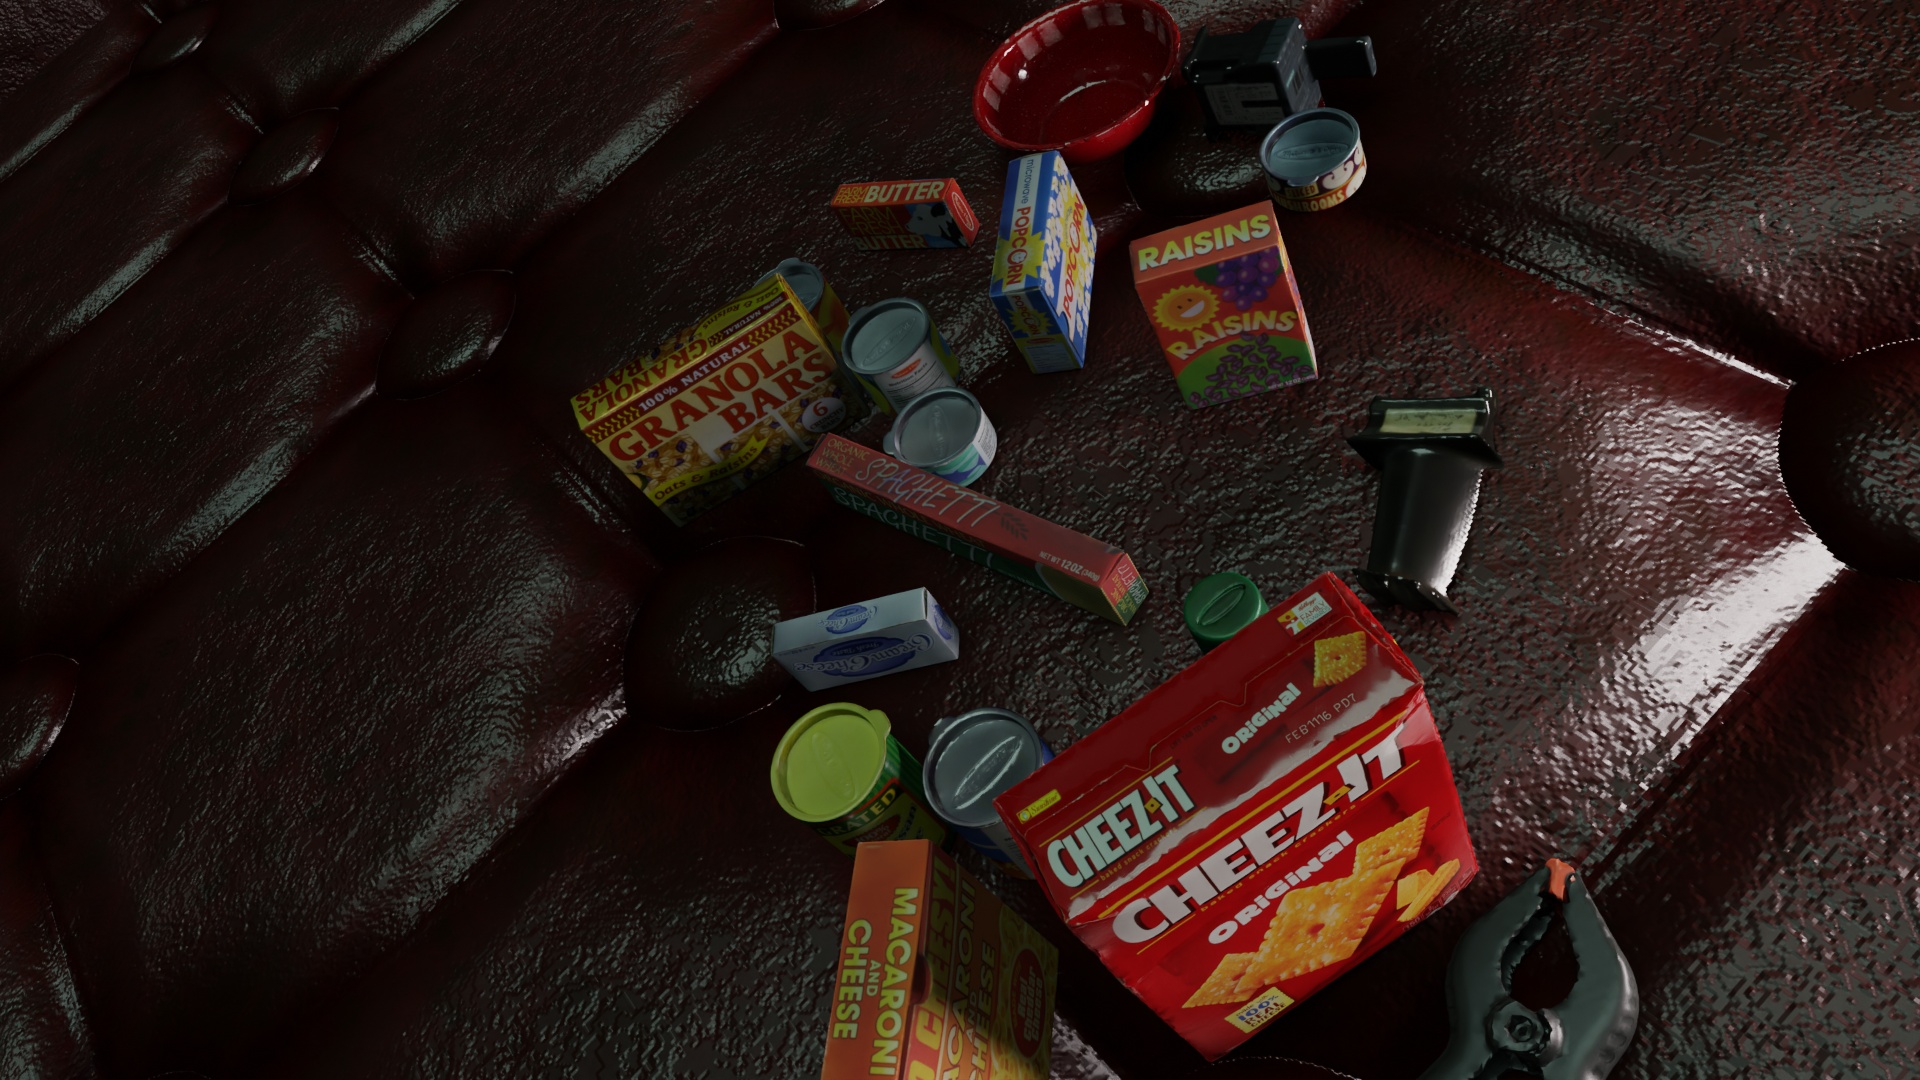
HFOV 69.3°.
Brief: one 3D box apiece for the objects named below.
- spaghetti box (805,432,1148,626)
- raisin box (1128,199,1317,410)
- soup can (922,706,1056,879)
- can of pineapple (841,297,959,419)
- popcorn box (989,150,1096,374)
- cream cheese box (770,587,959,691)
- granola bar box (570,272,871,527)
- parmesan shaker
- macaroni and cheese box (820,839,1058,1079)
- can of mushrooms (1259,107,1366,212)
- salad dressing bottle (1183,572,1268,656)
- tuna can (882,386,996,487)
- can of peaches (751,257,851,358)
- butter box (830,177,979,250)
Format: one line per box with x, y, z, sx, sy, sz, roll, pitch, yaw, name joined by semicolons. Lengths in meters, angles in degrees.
0.003;-0.011;0.870;0.250;0.050;0.029;23;71;36;spaghetti box
0.160;-0.138;0.832;0.086;0.123;0.040;-13;54;18;raisin box
0.025;0.134;0.739;0.071;0.083;0.072;-13;54;18;soup can
-0.041;-0.127;0.966;0.071;0.057;0.071;-13;54;18;can of pineapple
0.058;-0.188;0.941;0.038;0.085;0.127;-6;56;23;popcorn box
-0.057;0.061;0.848;0.104;0.053;0.024;-14;53;17;cream cheese box
-0.162;-0.093;0.958;0.165;0.123;0.039;-31;50;4;granola bar box
-0.047;0.139;0.758;0.071;0.102;0.071;-13;54;18;parmesan shaker
-0.003;0.224;0.637;0.040;0.166;0.124;-7;56;22;macaroni and cheese box
0.236;-0.253;0.932;0.071;0.033;0.071;-13;54;18;can of mushrooms
0.147;0.067;0.683;0.064;0.147;0.044;-40;50;-3;salad dressing bottle
-0.013;-0.066;0.927;0.071;0.032;0.071;-13;54;18;tuna can
-0.118;-0.164;1.029;0.071;0.058;0.071;-13;54;18;can of peaches
-0.043;-0.246;1.051;0.103;0.053;0.024;5;61;29;butter box
